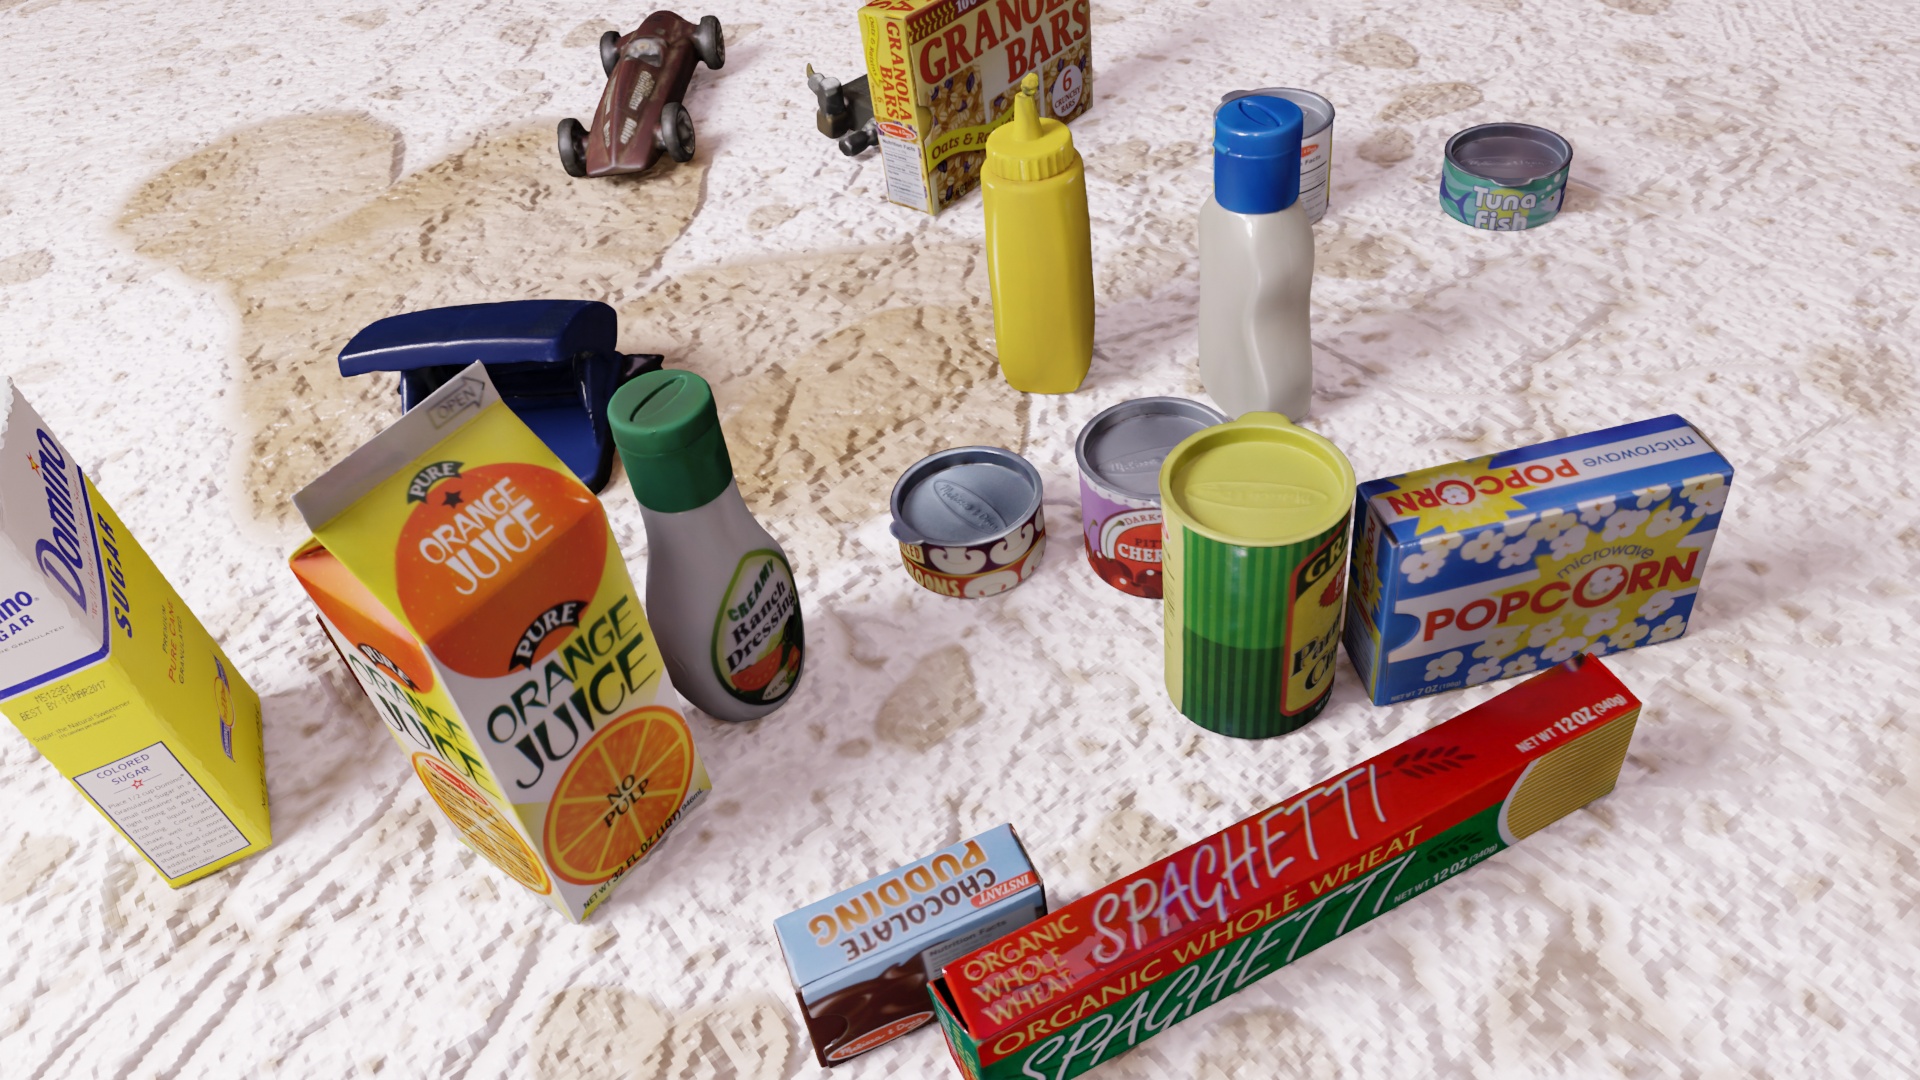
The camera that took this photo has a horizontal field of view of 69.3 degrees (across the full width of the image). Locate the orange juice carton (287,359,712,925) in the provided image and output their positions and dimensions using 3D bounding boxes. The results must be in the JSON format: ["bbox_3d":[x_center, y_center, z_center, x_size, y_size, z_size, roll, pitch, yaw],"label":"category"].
[{"bbox_3d":[-0.154,0.036,0.465,0.073,0.191,0.072,22,51,30],"label":"orange juice carton"}]

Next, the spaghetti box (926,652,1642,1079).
[{"bbox_3d":[0.110,0.108,0.448,0.251,0.050,0.029,-22,44,-14],"label":"spaghetti box"}]

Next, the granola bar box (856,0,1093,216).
[{"bbox_3d":[0.016,-0.291,0.844,0.039,0.123,0.166,26,53,32],"label":"granola bar box"}]

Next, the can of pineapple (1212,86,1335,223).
[{"bbox_3d":[0.175,-0.215,0.784,0.071,0.057,0.071,-5,42,5],"label":"can of pineapple"}]

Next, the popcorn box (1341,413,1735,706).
[{"bbox_3d":[0.209,0.008,0.514,0.127,0.084,0.038,-12,42,-4],"label":"popcorn box"}]

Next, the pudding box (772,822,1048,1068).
[{"bbox_3d":[-0.014,0.130,0.445,0.084,0.049,0.030,-21,43,-13],"label":"pudding box"}]

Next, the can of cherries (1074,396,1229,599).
[{"bbox_3d":[0.083,-0.016,0.582,0.071,0.058,0.072,-5,42,5],"label":"can of cherries"}]

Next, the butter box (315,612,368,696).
[{"bbox_3d":[-0.241,0.014,0.608,0.024,0.052,0.104,-3,43,7],"label":"butter box"}]

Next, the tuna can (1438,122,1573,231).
[{"bbox_3d":[0.299,-0.199,0.763,0.071,0.032,0.071,-5,42,4],"label":"tuna can"}]

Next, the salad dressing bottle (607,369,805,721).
[{"bbox_3d":[-0.095,0.005,0.522,0.044,0.146,0.064,18,49,27],"label":"salad dressing bottle"}]

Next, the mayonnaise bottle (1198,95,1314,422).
[{"bbox_3d":[0.133,-0.123,0.623,0.041,0.147,0.065,-20,43,-12],"label":"mayonnaise bottle"}]

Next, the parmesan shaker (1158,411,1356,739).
[{"bbox_3d":[0.108,0.014,0.511,0.071,0.102,0.072,-5,42,5],"label":"parmesan shaker"}]

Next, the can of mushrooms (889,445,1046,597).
[{"bbox_3d":[0.002,-0.008,0.604,0.071,0.033,0.071,-5,42,4],"label":"can of mushrooms"}]

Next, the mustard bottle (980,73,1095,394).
[{"bbox_3d":[0.036,-0.146,0.656,0.049,0.159,0.066,2,43,12],"label":"mustard bottle"}]
